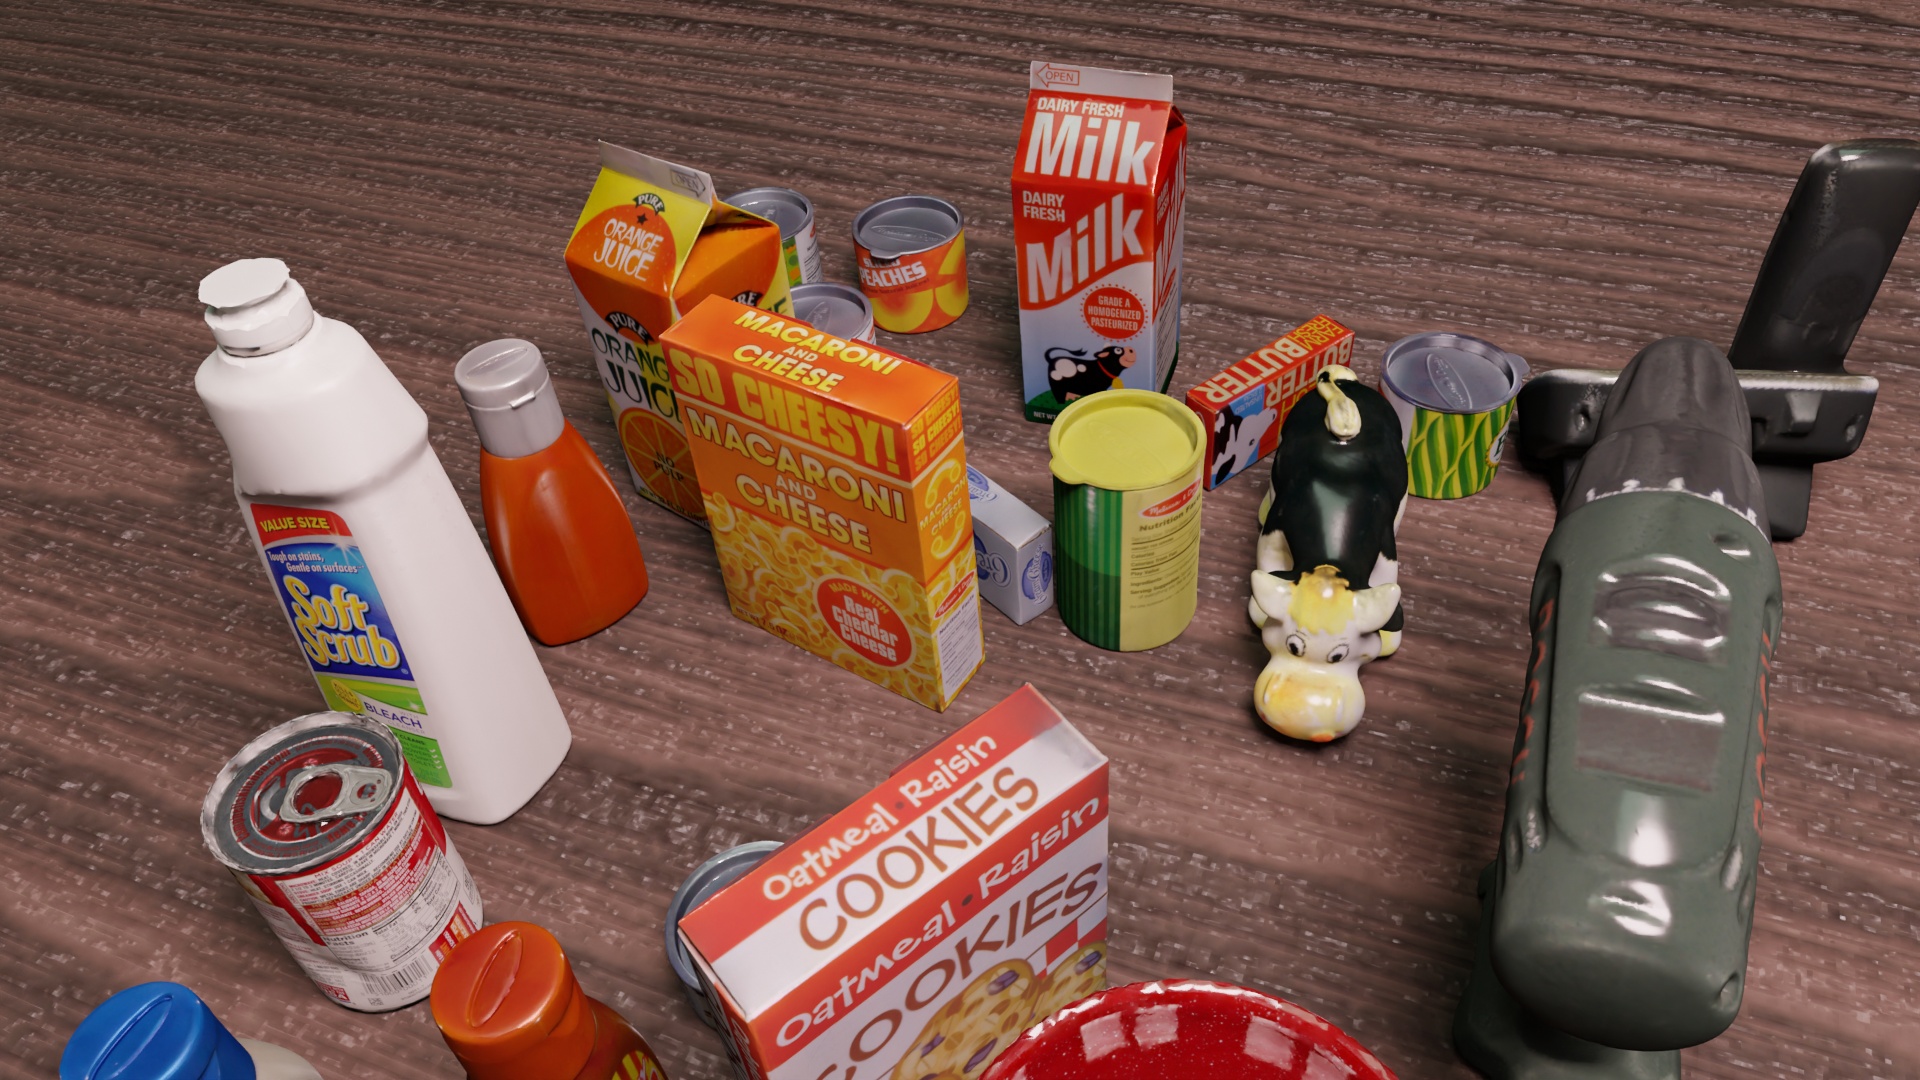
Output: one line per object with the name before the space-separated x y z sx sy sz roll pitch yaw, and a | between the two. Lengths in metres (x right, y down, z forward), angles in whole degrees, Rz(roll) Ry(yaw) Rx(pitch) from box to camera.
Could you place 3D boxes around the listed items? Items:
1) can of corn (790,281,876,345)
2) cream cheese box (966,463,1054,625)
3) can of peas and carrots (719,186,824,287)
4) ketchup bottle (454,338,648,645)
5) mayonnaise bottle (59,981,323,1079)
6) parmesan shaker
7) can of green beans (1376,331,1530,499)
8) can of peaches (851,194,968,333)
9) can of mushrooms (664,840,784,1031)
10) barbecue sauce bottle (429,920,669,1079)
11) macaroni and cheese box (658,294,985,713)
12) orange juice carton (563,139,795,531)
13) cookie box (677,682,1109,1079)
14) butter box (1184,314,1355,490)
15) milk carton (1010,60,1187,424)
can of corn | -0.081 -0.100 0.767 0.071 0.058 0.071 -3 44 3
cream cheese box | 0.002 -0.008 0.666 0.024 0.053 0.104 -33 50 -26
can of peas and carrots | -0.121 -0.173 0.847 0.071 0.058 0.071 -3 44 3
ketchup bottle | -0.187 -0.021 0.628 0.065 0.148 0.043 -32 50 -25
mayonnaise bottle | -0.213 0.185 0.415 0.041 0.147 0.065 13 46 18
parmesan shaker | 0.072 -0.006 0.622 0.071 0.102 0.072 -3 44 3
can of green beans | 0.241 -0.063 0.698 0.071 0.057 0.071 -3 44 3
can of peaches | -0.030 -0.164 0.829 0.071 0.057 0.071 -3 44 3
can of mushrooms | -0.072 0.150 0.522 0.071 0.033 0.071 -3 44 3
barbecue sauce bottle | -0.120 0.170 0.422 0.044 0.147 0.065 5 44 10
macaroni and cheese box | -0.055 -0.014 0.596 0.124 0.165 0.040 22 50 25
orange juice carton | -0.129 -0.100 0.674 0.072 0.191 0.073 25 51 28
cookie box | -0.012 0.138 0.432 0.123 0.166 0.040 -32 49 -25
butter box | 0.159 -0.072 0.719 0.104 0.052 0.024 -31 49 -24
milk carton | 0.072 -0.151 0.711 0.072 0.189 0.074 11 46 16
